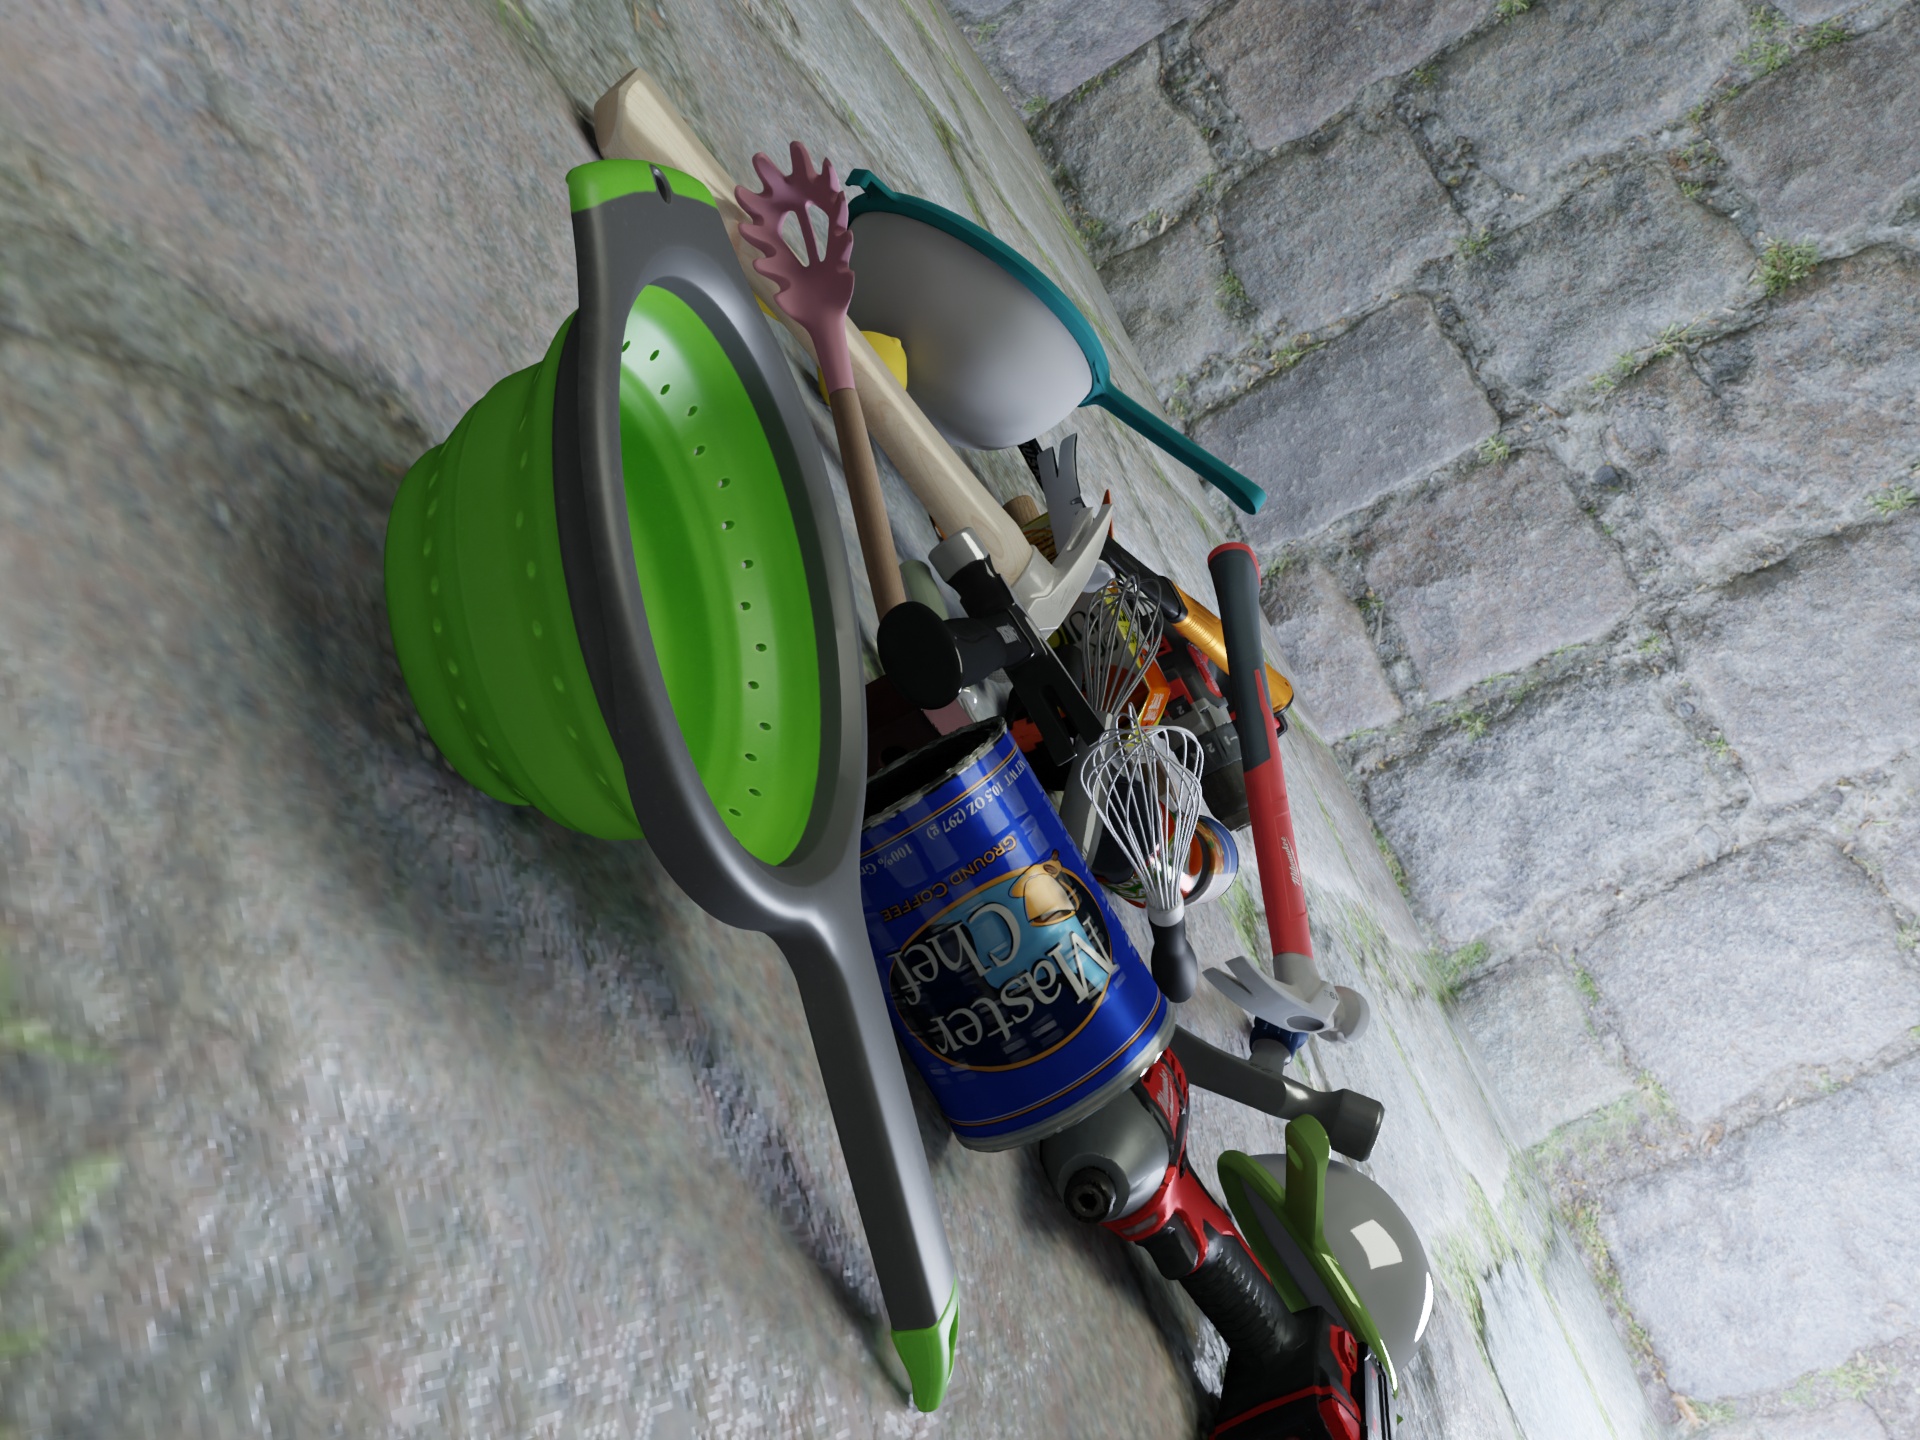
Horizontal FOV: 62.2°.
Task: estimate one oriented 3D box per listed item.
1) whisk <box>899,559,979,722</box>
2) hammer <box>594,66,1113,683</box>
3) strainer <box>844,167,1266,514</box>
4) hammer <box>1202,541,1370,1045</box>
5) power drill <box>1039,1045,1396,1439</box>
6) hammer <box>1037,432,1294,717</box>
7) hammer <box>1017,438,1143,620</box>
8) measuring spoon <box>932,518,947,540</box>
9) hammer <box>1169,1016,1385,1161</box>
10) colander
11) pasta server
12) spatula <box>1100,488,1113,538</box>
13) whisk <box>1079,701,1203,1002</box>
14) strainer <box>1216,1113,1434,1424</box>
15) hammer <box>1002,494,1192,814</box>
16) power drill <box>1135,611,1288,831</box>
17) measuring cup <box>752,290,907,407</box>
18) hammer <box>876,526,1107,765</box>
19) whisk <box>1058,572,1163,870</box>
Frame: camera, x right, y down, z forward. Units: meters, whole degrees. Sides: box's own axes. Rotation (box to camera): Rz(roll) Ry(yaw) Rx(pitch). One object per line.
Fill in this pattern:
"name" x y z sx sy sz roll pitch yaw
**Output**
"whisk" -0.001 -0.003 0.864 0.057 0.059 0.247 98 -20 -46
"hammer" -0.054 -0.209 0.938 0.410 0.038 0.146 48 61 -29
"strainer" 0.040 -0.210 1.060 0.340 0.095 0.211 34 -8 2
"hammer" 0.202 0.027 1.110 0.143 0.038 0.387 28 46 -38
"power drill" 0.111 0.257 0.726 0.219 0.078 0.143 59 16 0
"hammer" 0.168 -0.089 1.217 0.336 0.034 0.127 33 37 -46
"hammer" 0.093 -0.178 1.350 0.149 0.036 0.408 20 -22 38
"measuring spoon" 0.006 -0.093 1.092 0.117 0.011 0.021 61 16 10
"hammer" 0.198 0.215 1.044 0.144 0.035 0.405 20 -1 14
"colander" -0.084 0.042 0.490 0.204 0.094 0.397 -61 140 -71
"pasta server" -0.059 -0.150 0.846 0.040 0.060 0.316 17 59 -79
"spatula" 0.150 -0.086 1.389 0.322 0.041 0.081 51 34 -60
"whisk" 0.118 0.091 0.943 0.284 0.070 0.070 74 2 -49
"strainer" 0.198 0.253 0.820 0.152 0.069 0.256 53 -14 38
"hammer" 0.117 -0.034 1.291 0.331 0.031 0.130 63 16 6
"power drill" 0.215 0.000 1.349 0.188 0.080 0.226 64 18 9
"measuring cup" -0.092 -0.229 0.957 0.156 0.062 0.029 27 47 -46
"hammer" 0.012 -0.032 0.783 0.146 0.035 0.335 57 10 0
"whisk" 0.091 0.001 1.007 0.055 0.055 0.239 48 45 -40
